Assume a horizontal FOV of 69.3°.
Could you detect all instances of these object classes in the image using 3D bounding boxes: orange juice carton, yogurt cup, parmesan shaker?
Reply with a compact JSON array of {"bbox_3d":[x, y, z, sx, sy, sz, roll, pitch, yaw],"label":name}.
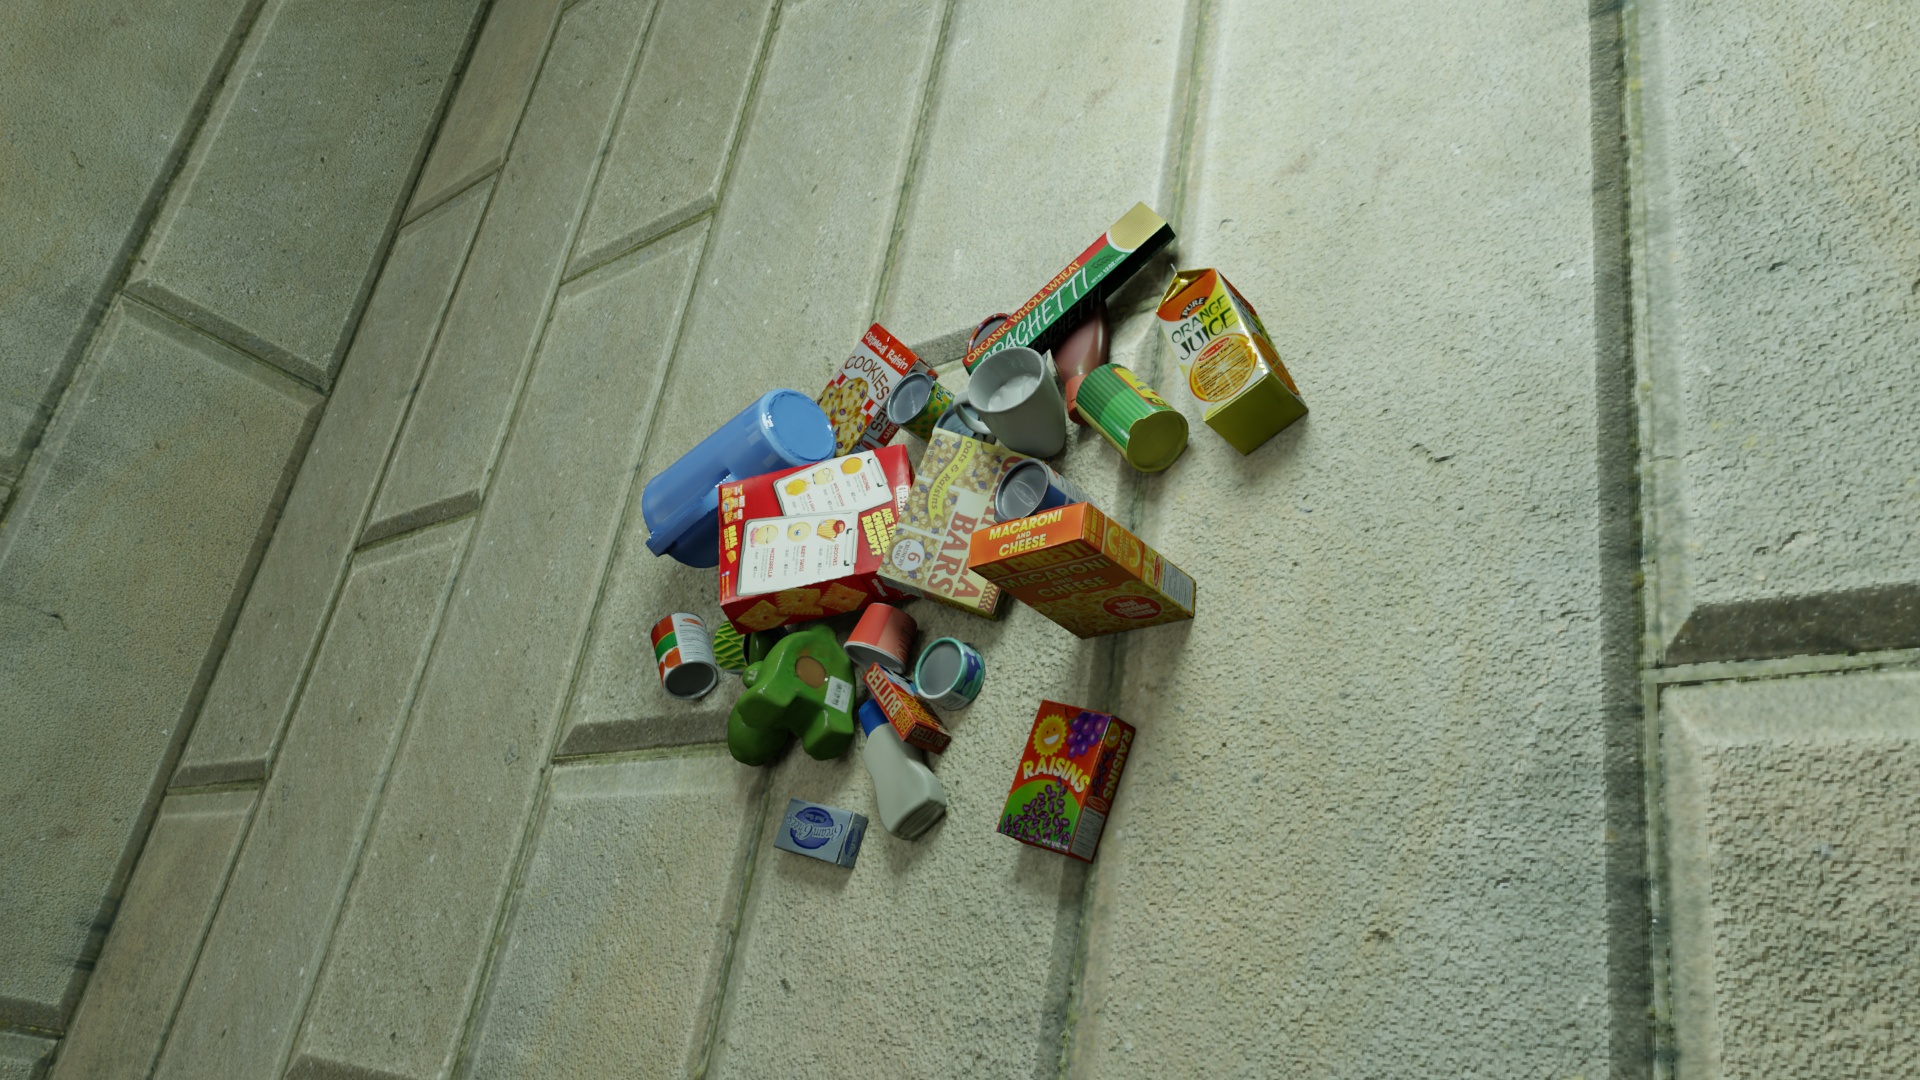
[{"bbox_3d":[0.239,-0.178,1.273,0.073,0.071,0.193,-36,45,23],"label":"orange juice carton"},{"bbox_3d":[-0.079,0.100,1.419,0.072,0.072,0.054,-2,56,44],"label":"yogurt cup"},{"bbox_3d":[0.159,-0.119,1.314,0.071,0.071,0.103,-49,41,10],"label":"parmesan shaker"}]

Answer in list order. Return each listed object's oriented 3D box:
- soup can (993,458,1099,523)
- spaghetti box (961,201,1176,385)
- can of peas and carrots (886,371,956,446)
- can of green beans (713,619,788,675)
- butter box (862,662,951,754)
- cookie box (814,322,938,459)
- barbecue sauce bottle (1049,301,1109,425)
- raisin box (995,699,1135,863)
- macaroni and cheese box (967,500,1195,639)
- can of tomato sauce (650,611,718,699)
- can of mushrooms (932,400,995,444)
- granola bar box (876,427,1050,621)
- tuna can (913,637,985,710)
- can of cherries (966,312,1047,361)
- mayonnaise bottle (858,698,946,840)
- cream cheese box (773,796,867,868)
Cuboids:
[{"bbox_3d":[0.081,-0.029,1.325,0.071,0.083,0.072,-25,50,33],"label":"soup can"},{"bbox_3d":[0.108,-0.244,1.411,0.250,0.028,0.050,-41,49,3],"label":"spaghetti box"},{"bbox_3d":[-0.037,-0.147,1.539,0.070,0.058,0.071,-24,51,33],"label":"can of peas and carrots"},{"bbox_3d":[-0.235,0.119,1.559,0.057,0.071,0.071,-4,63,44],"label":"can of green beans"},{"bbox_3d":[-0.053,0.164,1.359,0.024,0.053,0.104,-52,40,10],"label":"butter box"},{"bbox_3d":[-0.114,-0.163,1.639,0.167,0.040,0.123,-52,40,6],"label":"cookie box"},{"bbox_3d":[0.123,-0.187,1.417,0.064,0.043,0.149,-23,52,29],"label":"barbecue sauce bottle"},{"bbox_3d":[0.090,0.206,1.200,0.086,0.040,0.123,5,68,47],"label":"raisin box"},{"bbox_3d":[0.106,0.029,1.200,0.123,0.166,0.040,-16,55,38],"label":"macaroni and cheese box"},{"bbox_3d":[-0.327,0.138,1.640,0.071,0.071,0.083,-43,43,16],"label":"can of tomato sauce"},{"bbox_3d":[0.005,-0.117,1.497,0.071,0.033,0.071,-25,50,34],"label":"can of mushrooms"},{"bbox_3d":[0.005,-0.017,1.382,0.124,0.039,0.166,18,76,13],"label":"granola bar box"},{"bbox_3d":[-0.011,0.127,1.356,0.071,0.033,0.071,-24,51,33],"label":"tuna can"},{"bbox_3d":[0.050,-0.204,1.488,0.071,0.058,0.072,-24,51,33],"label":"can of cherries"},{"bbox_3d":[-0.062,0.216,1.346,0.064,0.041,0.149,-43,41,15],"label":"mayonnaise bottle"},{"bbox_3d":[-0.140,0.291,1.386,0.103,0.024,0.053,1,67,45],"label":"cream cheese box"}]
